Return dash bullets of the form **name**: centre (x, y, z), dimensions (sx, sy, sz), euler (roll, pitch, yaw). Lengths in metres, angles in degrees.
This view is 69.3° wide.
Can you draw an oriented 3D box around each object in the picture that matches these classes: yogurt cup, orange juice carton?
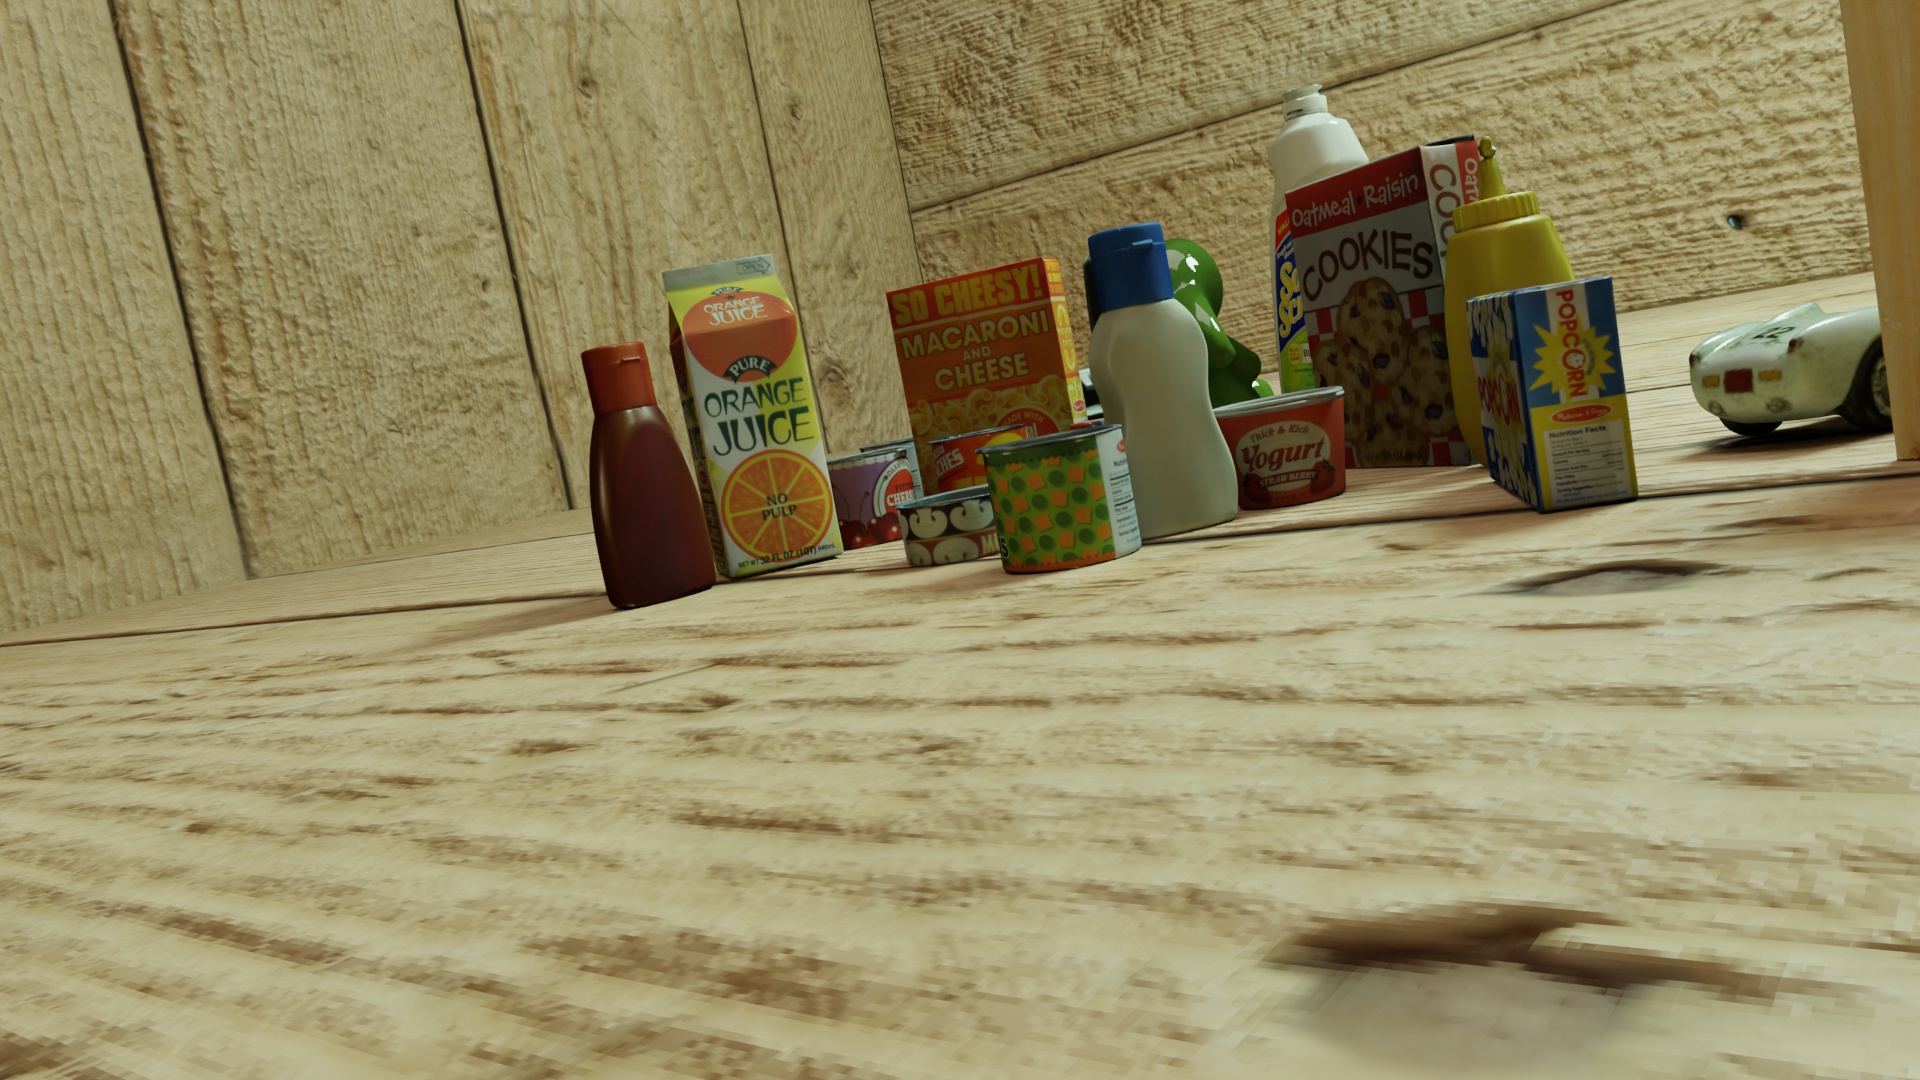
- **yogurt cup**: centre (0.165, -0.047, 0.711), dimensions (0.072, 0.054, 0.072), euler (-11, 6, 1)
- **orange juice carton**: centre (-0.132, -0.078, 0.864), dimensions (0.072, 0.192, 0.073), euler (-12, 6, -18)

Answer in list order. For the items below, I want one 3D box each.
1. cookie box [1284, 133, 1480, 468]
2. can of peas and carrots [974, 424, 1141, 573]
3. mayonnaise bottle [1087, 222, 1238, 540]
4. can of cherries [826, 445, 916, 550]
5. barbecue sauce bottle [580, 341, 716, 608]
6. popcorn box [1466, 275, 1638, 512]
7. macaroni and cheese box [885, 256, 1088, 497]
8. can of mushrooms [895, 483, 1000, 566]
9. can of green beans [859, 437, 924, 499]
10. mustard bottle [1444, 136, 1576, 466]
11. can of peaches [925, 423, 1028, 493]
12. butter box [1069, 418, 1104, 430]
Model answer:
- **cookie box**: centre (0.243, -0.126, 0.770), dimensions (0.040, 0.167, 0.123), euler (-13, 6, -20)
- **can of peas and carrots**: centre (0.044, -0.019, 0.643), dimensions (0.071, 0.058, 0.071), euler (-11, 6, 1)
- **mayonnaise bottle**: centre (0.092, -0.077, 0.674), dimensions (0.065, 0.148, 0.041), euler (-12, 6, -15)
- **can of cherries**: centre (-0.060, -0.028, 0.913), dimensions (0.071, 0.058, 0.071), euler (-11, 6, 1)
- **barbecue sauce bottle**: centre (-0.185, -0.039, 0.802), dimensions (0.065, 0.148, 0.043), euler (-16, 7, -41)
- **popcorn box**: centre (0.241, -0.063, 0.574), dimensions (0.038, 0.085, 0.127), euler (-9, 6, 14)
- **macaroni and cheese box**: centre (0.023, -0.108, 0.994), dimensions (0.123, 0.166, 0.040), euler (-9, 6, 21)
- **can of mushrooms**: centre (0.003, -0.009, 0.744), dimensions (0.071, 0.033, 0.071), euler (-11, 6, 1)
- **can of green beans**: centre (-0.042, -0.051, 1.096), dimensions (0.071, 0.057, 0.071), euler (-11, 6, 1)
- **mustard bottle**: centre (0.271, -0.118, 0.683), dimensions (0.065, 0.160, 0.049), euler (-12, 6, -16)
- **can of peaches**: centre (0.015, -0.044, 0.930), dimensions (0.071, 0.058, 0.071), euler (-11, 6, 1)
- **butter box**: centre (0.121, -0.059, 0.904), dimensions (0.104, 0.053, 0.024), euler (-14, 6, -31)
